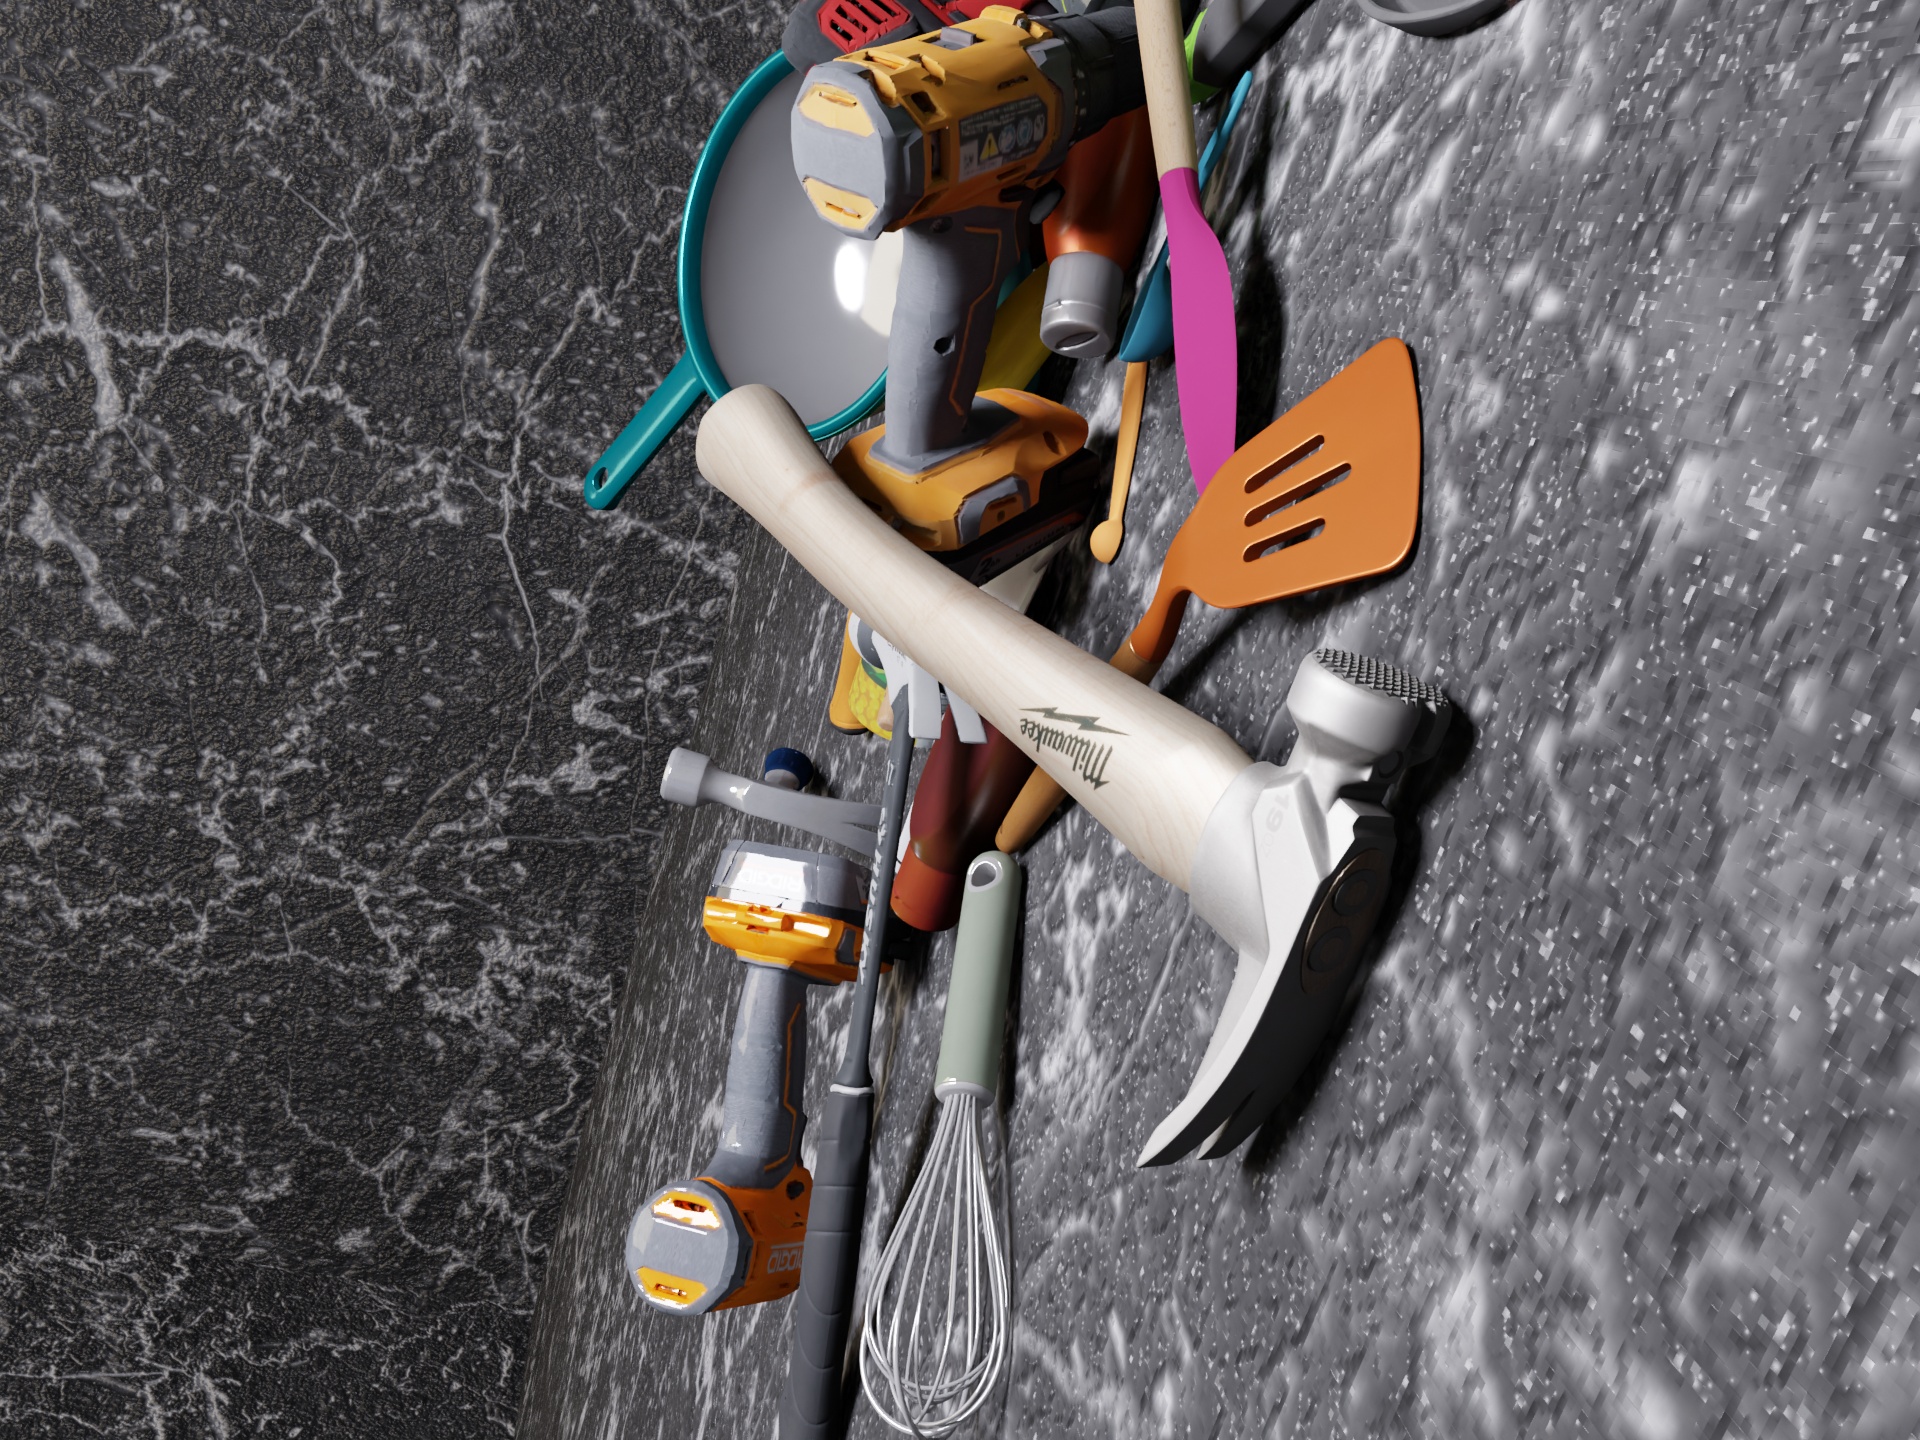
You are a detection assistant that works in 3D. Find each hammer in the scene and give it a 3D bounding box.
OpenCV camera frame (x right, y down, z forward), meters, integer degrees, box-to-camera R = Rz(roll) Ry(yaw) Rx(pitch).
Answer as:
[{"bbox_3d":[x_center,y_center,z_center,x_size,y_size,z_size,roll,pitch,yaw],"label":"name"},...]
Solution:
[{"bbox_3d":[-0.044,0.153,0.722,0.149,0.036,0.409,-133,49,-70],"label":"hammer"},{"bbox_3d":[-0.126,0.048,1.166,0.405,0.144,0.035,-163,89,-86],"label":"hammer"},{"bbox_3d":[-0.009,-0.026,0.553,0.411,0.038,0.146,42,119,50],"label":"hammer"},{"bbox_3d":[-0.056,-0.107,1.035,0.336,0.034,0.127,105,159,-52],"label":"hammer"}]

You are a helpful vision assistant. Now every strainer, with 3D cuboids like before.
[{"bbox_3d":[-0.092,-0.218,0.891,0.340,0.095,0.211,-38,66,37],"label":"strainer"},{"bbox_3d":[-0.001,-0.003,0.823,0.087,0.050,0.258,-70,0,-55],"label":"strainer"}]

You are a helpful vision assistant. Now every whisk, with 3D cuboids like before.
[{"bbox_3d":[0.001,0.158,0.636,0.058,0.059,0.247,-12,48,26],"label":"whisk"}]

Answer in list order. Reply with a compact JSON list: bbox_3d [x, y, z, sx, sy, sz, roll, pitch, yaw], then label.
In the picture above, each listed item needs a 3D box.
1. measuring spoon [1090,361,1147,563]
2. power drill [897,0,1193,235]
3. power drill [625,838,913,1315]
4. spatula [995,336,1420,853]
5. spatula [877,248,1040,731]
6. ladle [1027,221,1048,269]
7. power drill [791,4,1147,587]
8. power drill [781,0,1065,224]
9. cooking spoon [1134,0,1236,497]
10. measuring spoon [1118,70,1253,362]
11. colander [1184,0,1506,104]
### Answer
[{"bbox_3d":[0.070,-0.124,0.708,0.021,0.011,0.117,138,144,-67],"label":"measuring spoon"},{"bbox_3d":[0.037,-0.379,0.886,0.223,0.080,0.171,-39,42,43],"label":"power drill"},{"bbox_3d":[-0.090,0.189,0.834,0.164,0.084,0.226,40,-120,-66],"label":"power drill"},{"bbox_3d":[0.069,-0.014,0.579,0.322,0.041,0.081,119,160,-60],"label":"spatula"},{"bbox_3d":[0.001,-0.130,0.867,0.082,0.044,0.318,117,174,-60],"label":"spatula"},{"bbox_3d":[0.017,-0.363,1.021,0.069,0.031,0.316,-67,29,28],"label":"ladle"},{"bbox_3d":[0.017,-0.183,0.678,0.185,0.084,0.226,-34,-41,-35],"label":"power drill"},{"bbox_3d":[0.038,-0.339,0.710,0.219,0.143,0.079,-51,14,2],"label":"power drill"},{"bbox_3d":[0.080,-0.230,0.608,0.068,0.017,0.319,102,164,-75],"label":"cooking spoon"},{"bbox_3d":[0.098,-0.200,0.648,0.042,0.021,0.128,-76,8,-49],"label":"measuring spoon"},{"bbox_3d":[0.117,-0.310,0.530,0.397,0.094,0.204,170,113,-75],"label":"colander"}]
